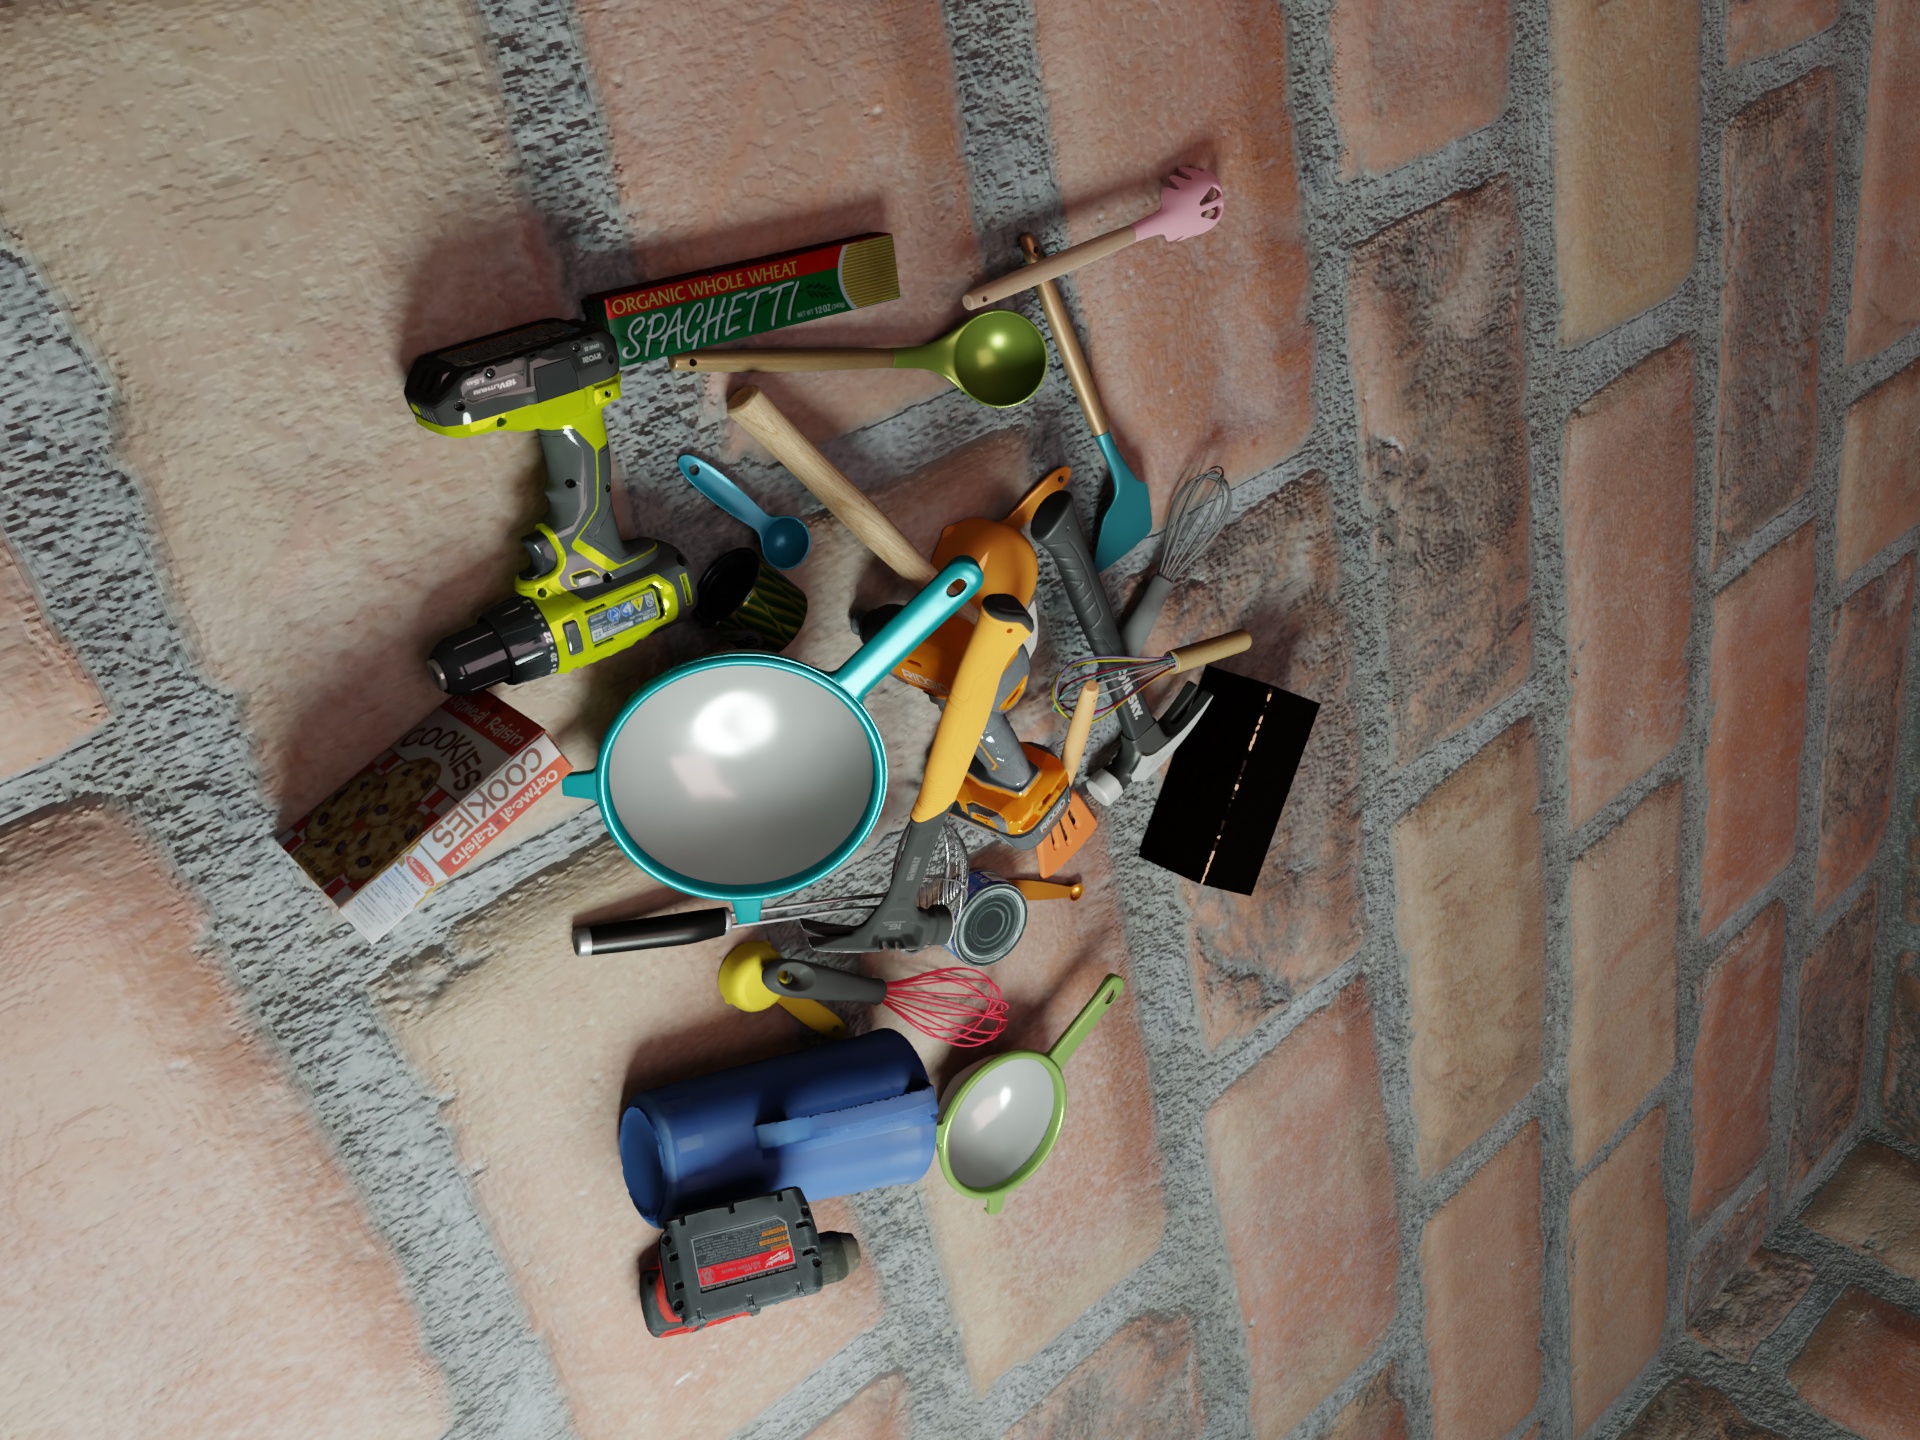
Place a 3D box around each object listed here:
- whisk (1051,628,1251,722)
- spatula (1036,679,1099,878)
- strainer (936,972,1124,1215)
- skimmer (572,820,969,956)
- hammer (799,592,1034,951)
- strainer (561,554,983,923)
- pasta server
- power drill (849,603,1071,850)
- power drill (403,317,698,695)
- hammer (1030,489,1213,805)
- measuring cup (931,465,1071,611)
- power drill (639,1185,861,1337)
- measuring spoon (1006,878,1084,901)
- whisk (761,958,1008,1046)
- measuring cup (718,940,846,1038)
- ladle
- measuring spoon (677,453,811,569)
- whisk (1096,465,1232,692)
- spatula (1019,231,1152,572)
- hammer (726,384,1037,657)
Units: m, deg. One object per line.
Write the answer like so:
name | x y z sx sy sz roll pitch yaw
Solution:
whisk | 0.173 -0.043 1.420 0.245 0.047 0.051 -18 144 -36
spatula | 0.102 0.049 1.404 0.081 0.041 0.322 -43 164 -21
strainer | 0.058 0.335 1.529 0.256 0.069 0.151 -48 127 -18
skimmer | -0.147 0.150 1.317 0.363 0.090 0.127 -5 103 -28
hammer | -0.022 0.049 1.207 0.127 0.034 0.336 1 127 -27
strainer | -0.118 -0.016 1.178 0.340 0.095 0.210 -42 117 13
pasta server | 0.118 -0.399 1.330 0.316 0.040 0.060 -31 123 -30
power drill | -0.002 -0.004 1.314 0.084 0.164 0.226 -49 142 -24
power drill | -0.286 -0.137 1.066 0.190 0.080 0.228 -27 124 -31
hammer | 0.134 -0.073 1.423 0.146 0.035 0.334 -40 135 -14
measuring cup | 0.052 -0.154 1.358 0.173 0.052 0.095 -47 129 -15
power drill | -0.161 0.439 1.281 0.188 0.080 0.226 -9 157 -17
measuring spoon | 0.073 0.161 1.521 0.116 0.011 0.021 7 105 -38
whisk | -0.058 0.240 1.390 0.295 0.073 0.073 19 93 -44
measuring cup | -0.141 0.240 1.351 0.156 0.029 0.062 42 77 -38
ladle | -0.070 -0.275 1.214 0.320 0.062 0.078 -10 111 -35
measuring spoon | -0.167 -0.160 1.202 0.128 0.021 0.042 38 80 -32
whisk | 0.188 -0.131 1.492 0.055 0.055 0.239 27 92 -42
spatula | 0.105 -0.274 1.384 0.082 0.044 0.317 -38 122 -23
hammer | -0.057 -0.141 1.247 0.331 0.130 0.031 43 60 -32
